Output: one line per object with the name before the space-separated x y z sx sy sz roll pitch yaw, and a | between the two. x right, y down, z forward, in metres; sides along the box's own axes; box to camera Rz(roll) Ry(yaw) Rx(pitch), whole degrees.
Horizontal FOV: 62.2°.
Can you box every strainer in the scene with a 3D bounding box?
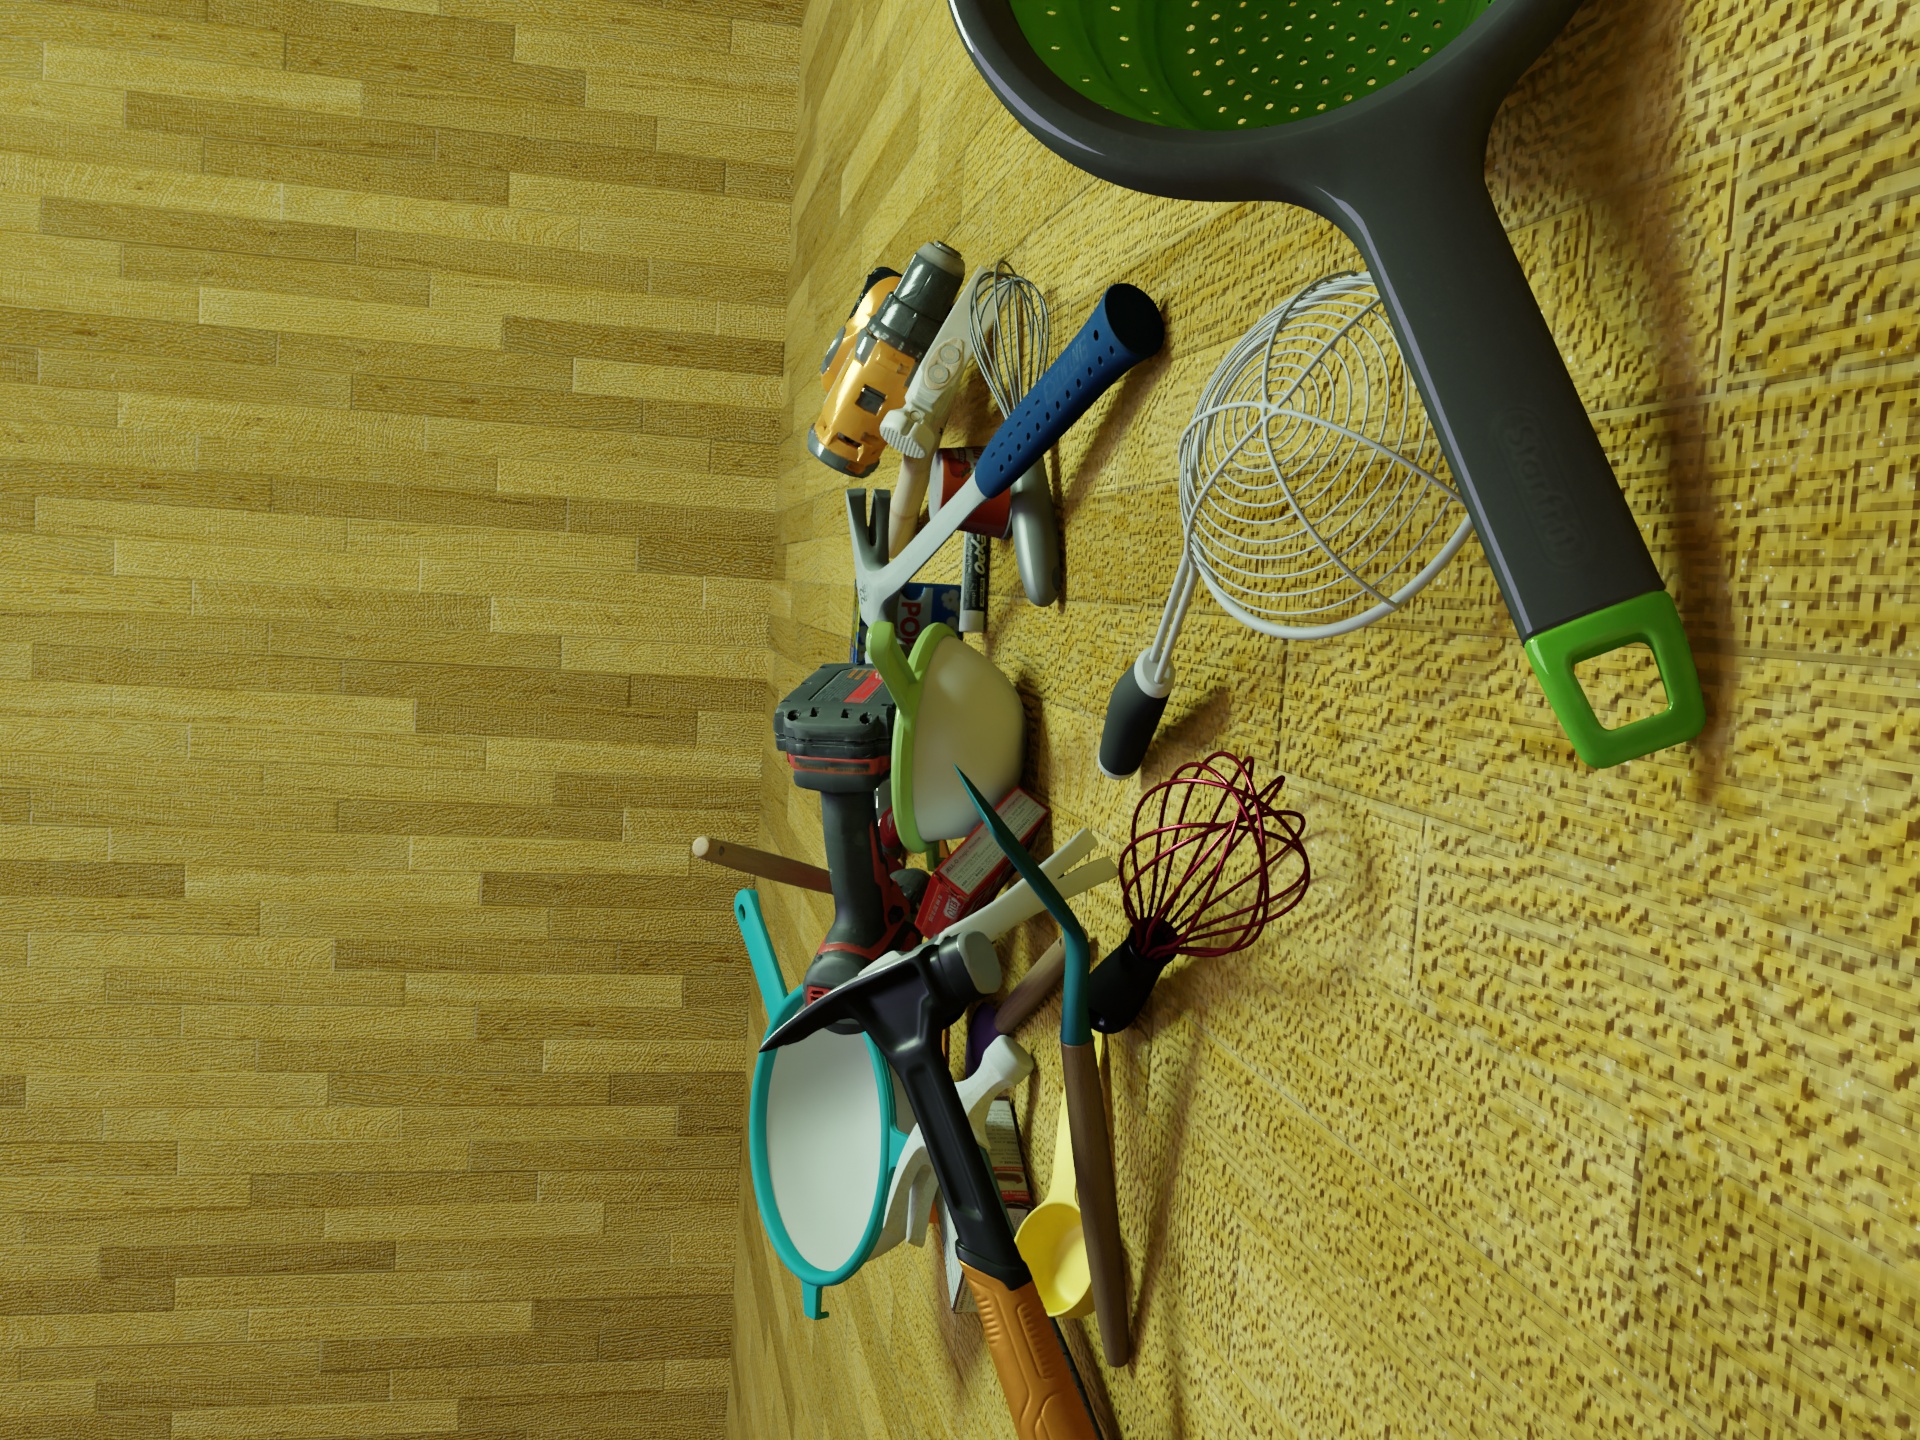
strainer | -0.089 0.254 1.195 0.211 0.095 0.341 -62 36 30
strainer | -0.002 -0.003 0.980 0.256 0.069 0.151 64 -146 -69

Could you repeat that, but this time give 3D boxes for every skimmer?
skimmer | 0.117 -0.043 0.649 0.363 0.090 0.127 96 173 -69

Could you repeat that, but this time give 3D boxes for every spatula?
spatula | 0.046 0.171 0.740 0.082 0.044 0.317 -125 25 -70
spatula | 0.034 0.184 1.014 0.315 0.018 0.060 115 156 -63

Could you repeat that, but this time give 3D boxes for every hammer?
hammer | 0.017 0.273 0.725 0.034 0.127 0.337 3 -118 -61
hammer | 0.004 0.155 0.990 0.036 0.149 0.408 54 168 11
hammer | -0.033 0.054 1.309 0.386 0.038 0.143 137 136 -73
hammer | 0.010 -0.150 0.983 0.405 0.035 0.144 142 121 -61
hammer | -0.029 -0.220 1.292 0.146 0.038 0.410 -61 1 -12
hammer | 0.033 0.319 0.870 0.128 0.033 0.331 -48 29 11

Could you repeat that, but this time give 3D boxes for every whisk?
whisk | 0.039 -0.184 1.008 0.055 0.055 0.239 124 142 -68
whisk | 0.088 0.090 0.693 0.295 0.073 0.073 105 164 -64

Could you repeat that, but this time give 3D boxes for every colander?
colander | 0.126 -0.170 0.476 0.094 0.204 0.397 23 -132 -67

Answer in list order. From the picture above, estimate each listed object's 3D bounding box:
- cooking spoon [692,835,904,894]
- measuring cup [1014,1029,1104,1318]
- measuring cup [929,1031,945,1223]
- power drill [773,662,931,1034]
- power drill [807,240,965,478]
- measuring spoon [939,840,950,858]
cooking spoon | -0.099 0.111 1.107 0.318 0.017 0.069 30 -114 -64
measuring cup | 0.065 0.234 0.838 0.062 0.029 0.157 -12 57 43
measuring cup | -0.038 0.304 1.240 0.095 0.052 0.174 161 109 -77
power drill | -0.058 0.077 1.082 0.188 0.080 0.226 -52 -38 -67
power drill | -0.053 -0.305 1.275 0.185 0.084 0.226 -59 11 20
measuring spoon | -0.012 0.110 1.169 0.021 0.011 0.117 -8 100 71
